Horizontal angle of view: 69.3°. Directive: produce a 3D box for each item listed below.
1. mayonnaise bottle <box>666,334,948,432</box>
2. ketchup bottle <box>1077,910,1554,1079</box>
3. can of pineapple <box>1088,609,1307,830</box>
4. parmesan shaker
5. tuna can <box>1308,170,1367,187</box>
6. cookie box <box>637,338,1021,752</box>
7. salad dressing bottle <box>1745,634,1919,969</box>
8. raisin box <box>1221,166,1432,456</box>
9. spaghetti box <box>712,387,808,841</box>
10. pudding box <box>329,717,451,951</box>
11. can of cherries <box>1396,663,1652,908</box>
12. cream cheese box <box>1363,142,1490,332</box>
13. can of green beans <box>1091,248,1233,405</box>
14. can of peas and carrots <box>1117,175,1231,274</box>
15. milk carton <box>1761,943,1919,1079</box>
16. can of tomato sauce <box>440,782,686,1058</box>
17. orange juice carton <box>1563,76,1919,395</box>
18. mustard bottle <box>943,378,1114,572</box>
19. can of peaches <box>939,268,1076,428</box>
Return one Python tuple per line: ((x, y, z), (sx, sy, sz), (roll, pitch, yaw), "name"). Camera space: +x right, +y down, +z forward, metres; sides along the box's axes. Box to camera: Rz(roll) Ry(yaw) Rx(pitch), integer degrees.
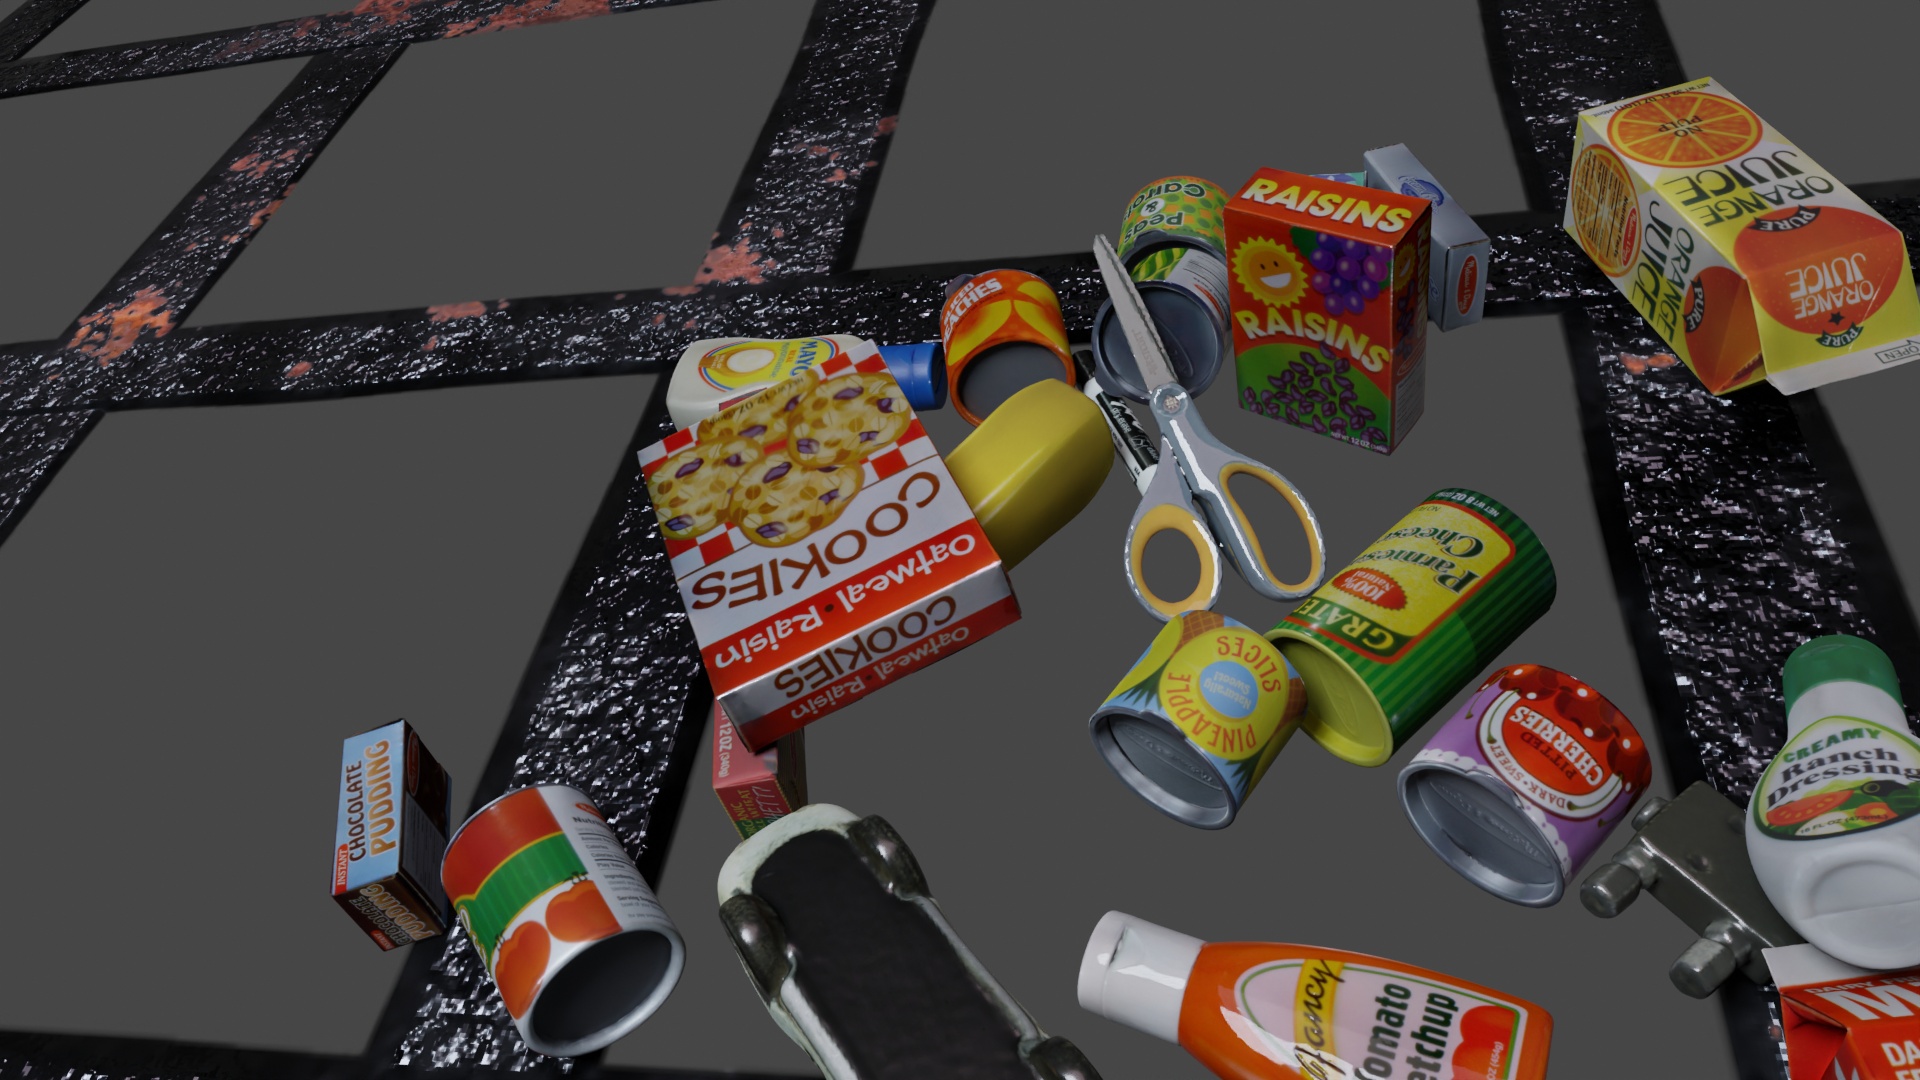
((-0.082, -0.086, 0.760), (0.148, 0.041, 0.065), (-2, 45, 15), "mayonnaise bottle")
((0.114, 0.164, 0.462), (0.149, 0.043, 0.065), (12, 51, 26), "ketchup bottle")
((0.094, 0.069, 0.542), (0.071, 0.070, 0.058), (24, 57, 33), "can of pineapple")
((0.177, 0.032, 0.557), (0.103, 0.071, 0.071), (-37, 48, -20), "parmesan shaker")
((0.199, -0.159, 0.735), (0.033, 0.070, 0.071), (0, 47, 17), "tuna can")
((-0.062, -0.004, 0.600), (0.123, 0.040, 0.168), (-26, 45, -3), "cookie box")
((0.296, 0.079, 0.460), (0.064, 0.044, 0.148), (-24, 9, 34), "salad dressing bottle")
((0.173, -0.107, 0.651), (0.086, 0.122, 0.040), (24, 58, 34), "raisin box")
((-0.094, 0.025, 0.649), (0.029, 0.050, 0.251), (-12, 45, 3), "spaghetti box")
((-0.242, 0.125, 0.594), (0.030, 0.049, 0.084), (-17, 45, -3), "pudding box")
((0.201, 0.085, 0.494), (0.058, 0.071, 0.071), (-39, 49, -22), "can of cherries")
((0.243, -0.161, 0.734), (0.024, 0.053, 0.104), (-15, 45, -2), "cream cheese box")
((0.106, -0.109, 0.702), (0.071, 0.071, 0.058), (6, 29, 21), "can of green beans")
((0.117, -0.156, 0.751), (0.071, 0.070, 0.059), (0, 46, 15), "can of peas and carrots")
((0.288, 0.191, 0.366), (0.072, 0.073, 0.191), (-10, 45, 7), "milk carton")
((-0.155, 0.147, 0.538), (0.071, 0.070, 0.083), (-34, 48, -17), "can of tomato sauce")
((0.369, -0.137, 0.661), (0.072, 0.072, 0.193), (-15, 45, 1), "orange juice carton")
((0.002, -0.008, 0.647), (0.161, 0.065, 0.049), (-41, 53, -17), "mustard bottle")
((0.023, -0.099, 0.723), (0.071, 0.071, 0.058), (-12, 46, 4), "can of peaches")
